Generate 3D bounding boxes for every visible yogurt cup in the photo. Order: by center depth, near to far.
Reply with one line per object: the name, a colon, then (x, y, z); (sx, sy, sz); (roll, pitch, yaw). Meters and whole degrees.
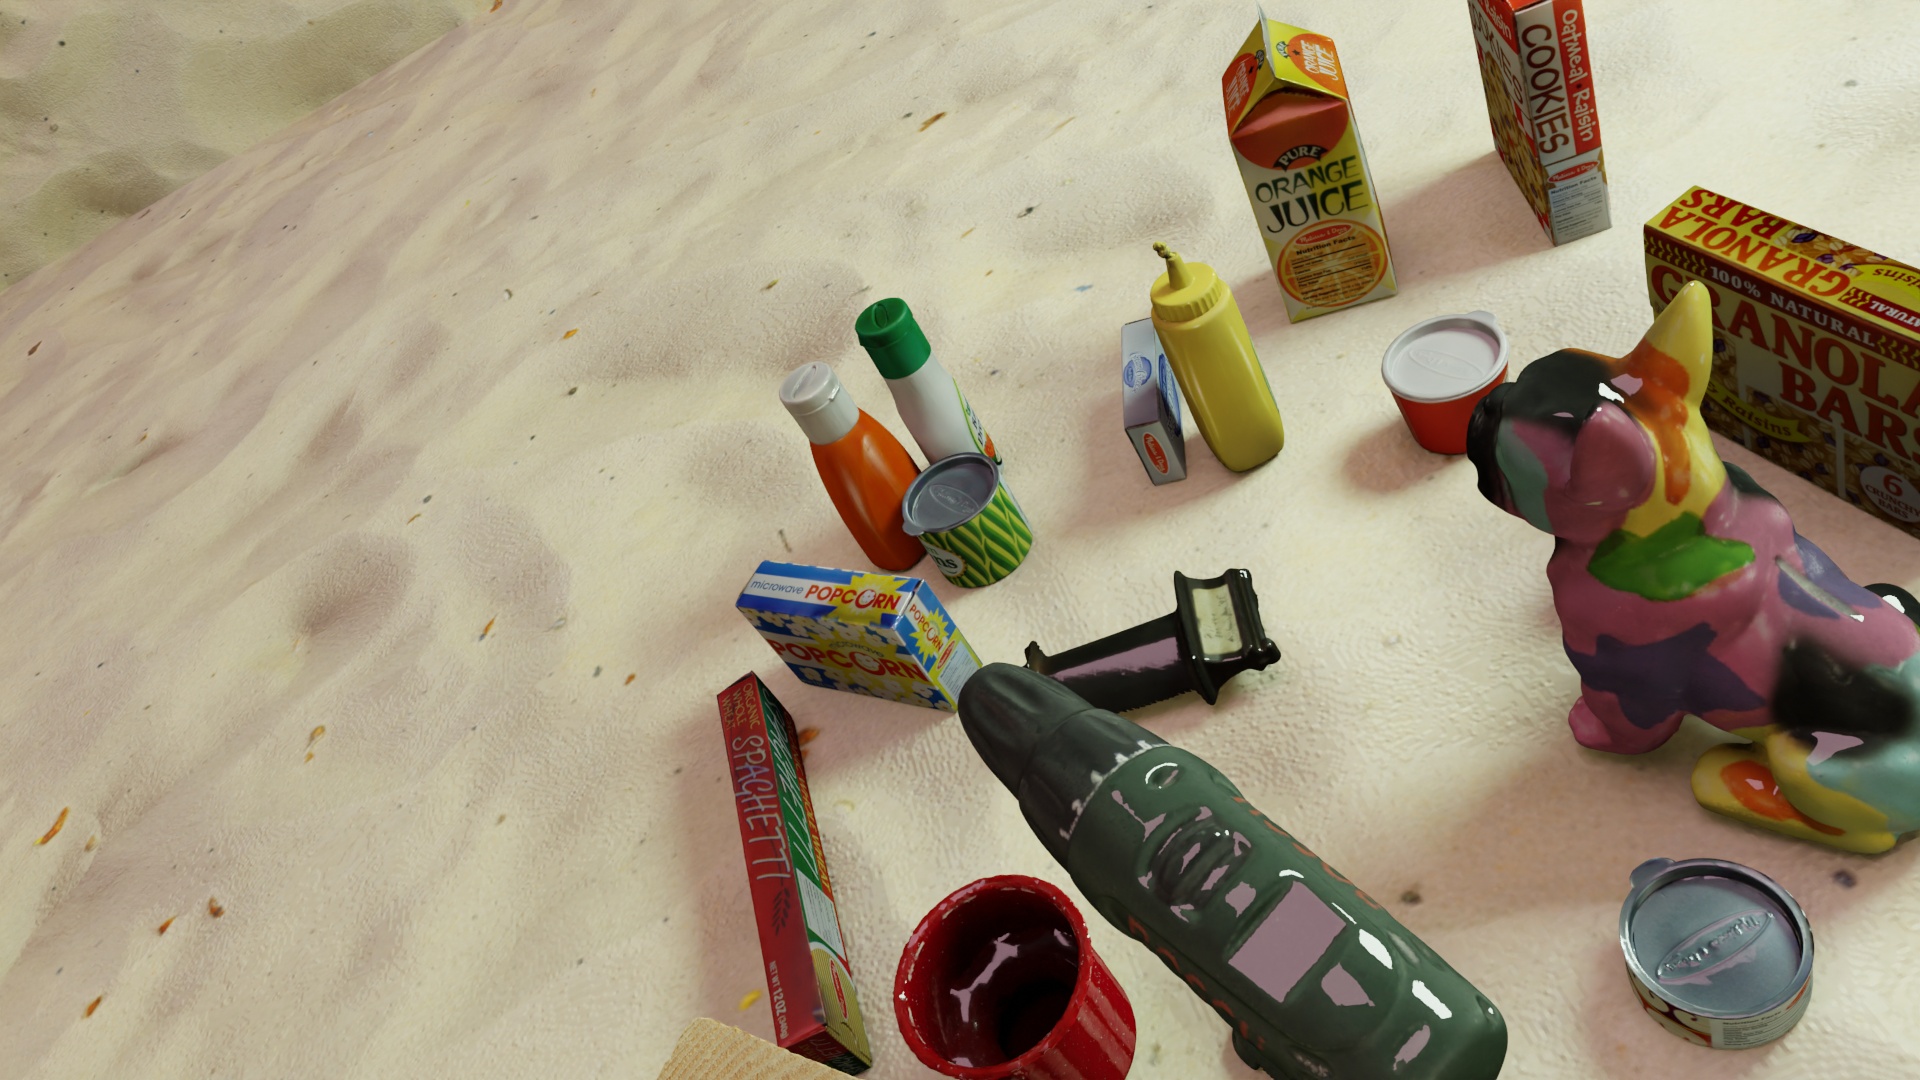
yogurt cup: (0.277, -0.086, 0.782); (0.072, 0.053, 0.073); (-17, 43, 17)

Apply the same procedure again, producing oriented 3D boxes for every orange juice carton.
orange juice carton: (0.213, -0.236, 0.865); (0.073, 0.192, 0.072); (-14, 44, 20)

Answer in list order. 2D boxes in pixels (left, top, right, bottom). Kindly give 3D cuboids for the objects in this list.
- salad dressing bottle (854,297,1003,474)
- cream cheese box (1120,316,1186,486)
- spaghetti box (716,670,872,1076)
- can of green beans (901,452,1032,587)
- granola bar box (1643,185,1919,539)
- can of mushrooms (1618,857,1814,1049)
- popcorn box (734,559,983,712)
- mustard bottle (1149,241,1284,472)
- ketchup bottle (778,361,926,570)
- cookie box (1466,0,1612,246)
salad dressing bottle: (-0.020, -0.091, 0.900); (0.044, 0.147, 0.064); (-25, 41, 8)
cream cheese box: (0.122, -0.089, 0.882); (0.024, 0.053, 0.104); (-15, 43, 20)
spaghetti box: (-0.095, 0.174, 0.759); (0.028, 0.050, 0.251); (-28, 41, 5)
can of green beans: (0.005, -0.012, 0.875); (0.071, 0.057, 0.071); (-17, 43, 17)
granola bar box: (0.400, -0.082, 0.648); (0.039, 0.123, 0.166); (-36, 41, -4)
can of mushrooms: (0.294, 0.160, 0.544); (0.071, 0.033, 0.071); (-17, 43, 17)
popcorn box: (-0.061, 0.056, 0.828); (0.126, 0.085, 0.038); (6, 53, 36)
mustard bottle: (0.145, -0.112, 0.809); (0.049, 0.159, 0.065); (-27, 41, 7)
ketchup bottle: (-0.063, -0.049, 0.884); (0.043, 0.148, 0.065); (4, 52, 35)
cookie box: (0.348, -0.283, 0.847); (0.040, 0.166, 0.123); (-18, 42, 16)
